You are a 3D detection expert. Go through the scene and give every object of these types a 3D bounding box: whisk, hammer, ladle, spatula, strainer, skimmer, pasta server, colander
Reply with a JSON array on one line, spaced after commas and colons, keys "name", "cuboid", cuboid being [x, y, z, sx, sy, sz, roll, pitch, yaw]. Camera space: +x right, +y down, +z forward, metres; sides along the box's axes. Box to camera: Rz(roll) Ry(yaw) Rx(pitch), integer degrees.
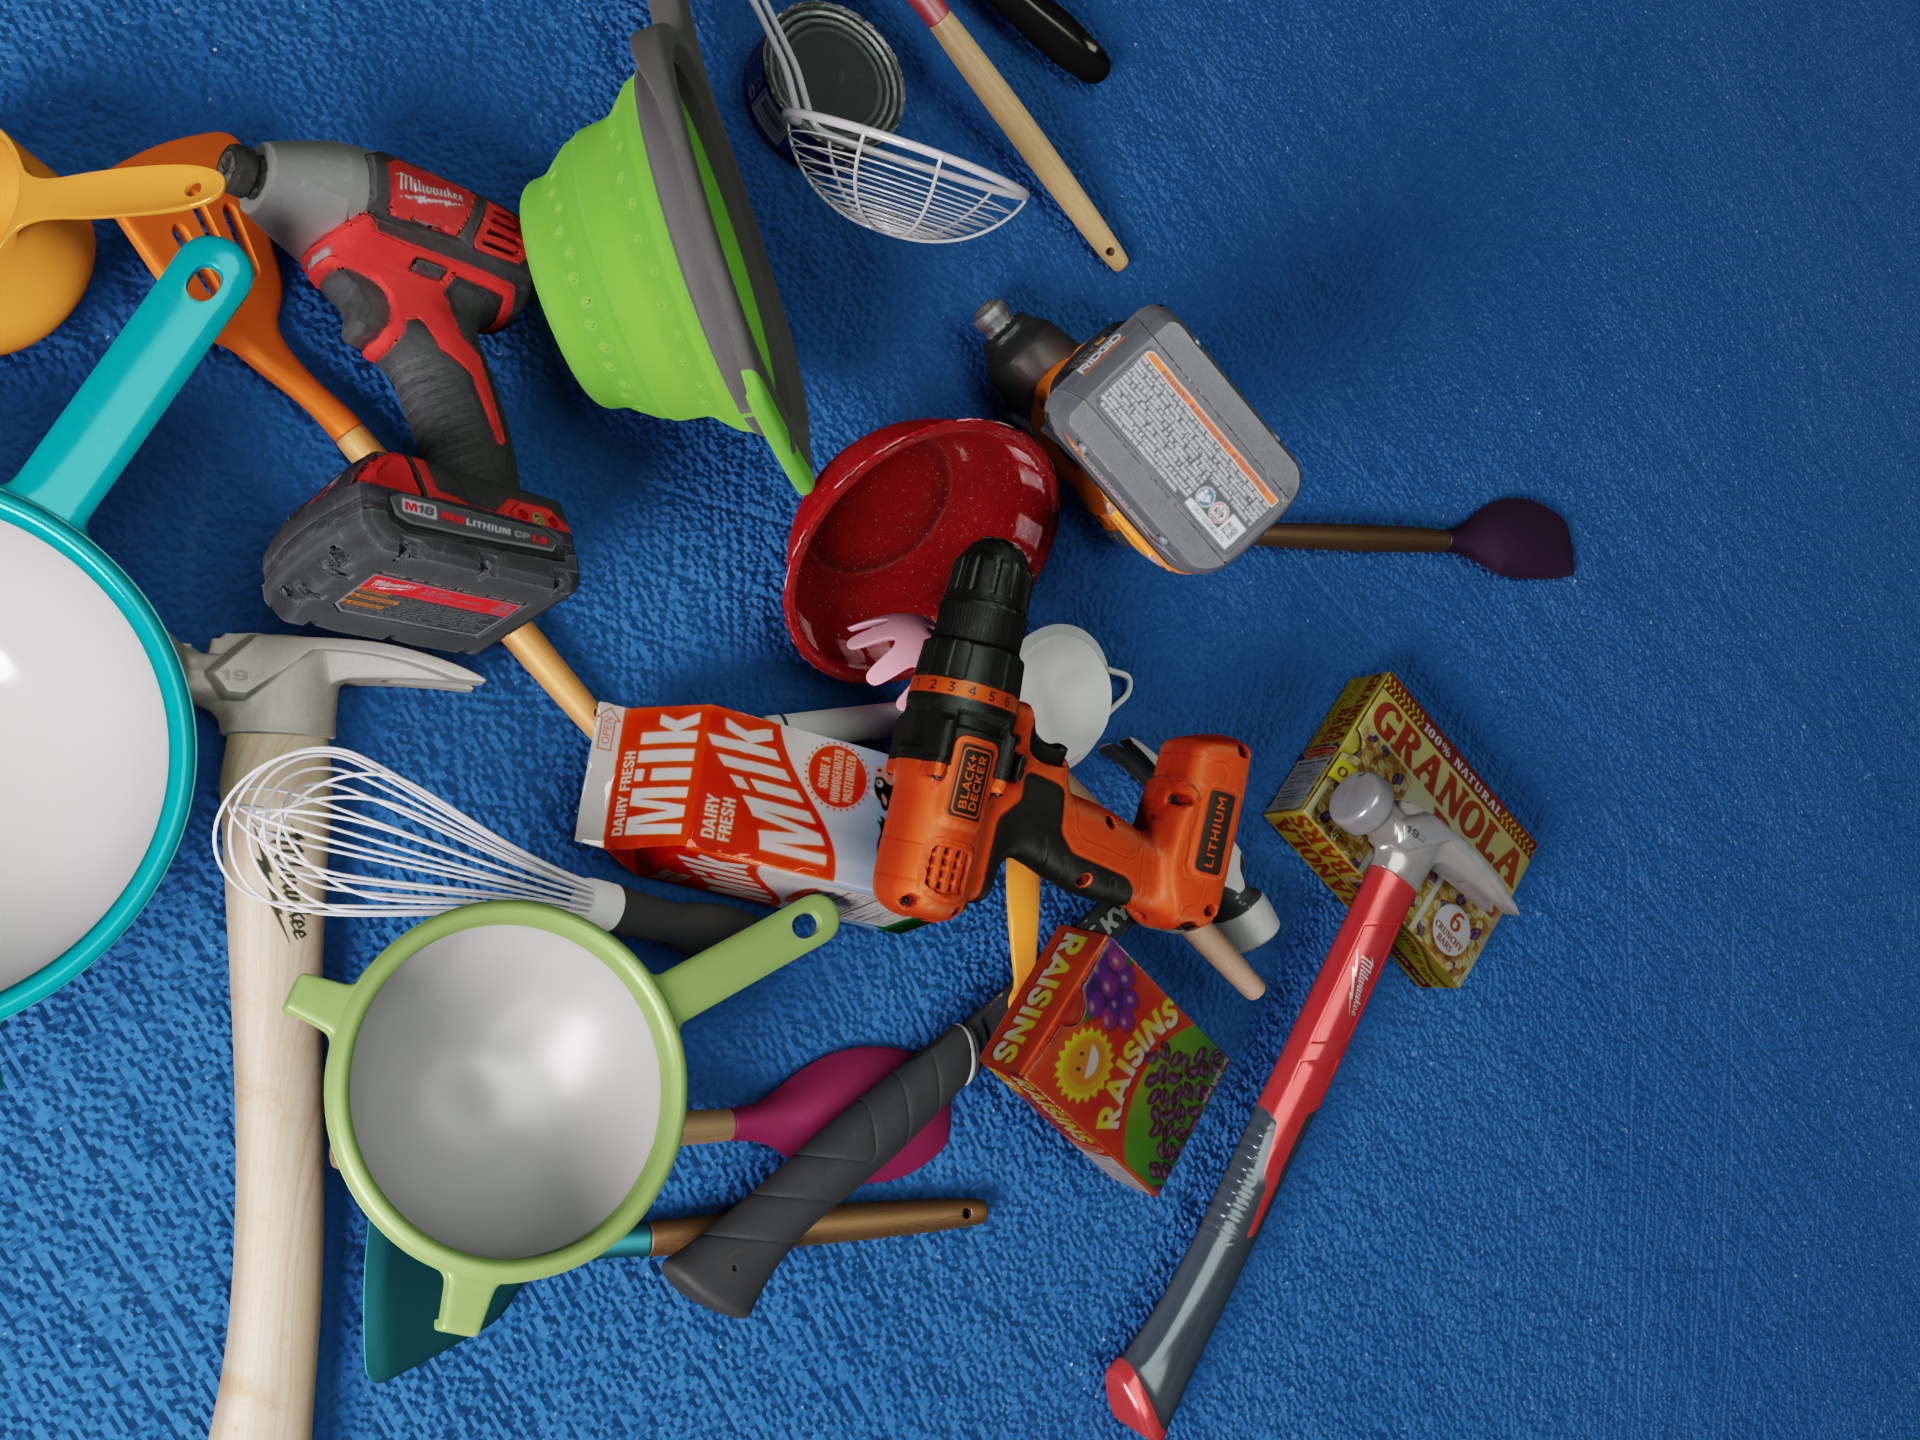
[{"name": "whisk", "cuboid": [-0.023, -0.464, 0.922, 0.295, 0.073, 0.073, 29, 69, -29]}, {"name": "hammer", "cuboid": [0.012, 0.157, 0.827, 0.409, 0.036, 0.149, -36, 98, -34]}, {"name": "whisk", "cuboid": [-0.189, 0.076, 0.707, 0.284, 0.070, 0.070, 24, 70, -43]}, {"name": "ladle", "cuboid": [0.003, -0.378, 0.908, 0.315, 0.069, 0.031, 45, 20, -29]}, {"name": "spatula", "cuboid": [-0.119, 0.246, 0.750, 0.317, 0.044, 0.082, 5, 77, -30]}, {"name": "hammer", "cuboid": [-0.280, 0.167, 0.677, 0.146, 0.038, 0.411, 3, 81, -31]}, {"name": "strainer", "cuboid": [-0.001, -0.003, 0.861, 0.258, 0.050, 0.087, -7, 104, -27]}, {"name": "hammer", "cuboid": [0.197, 0.228, 0.910, 0.143, 0.038, 0.386, 37, 73, -23]}, {"name": "strainer", "cuboid": [-0.377, -0.040, 0.616, 0.210, 0.095, 0.340, 33, 71, -21]}, {"name": "skimmer", "cuboid": [-0.085, -0.394, 0.815, 0.127, 0.090, 0.363, -8, 69, -60]}, {"name": "spatula", "cuboid": [-0.261, -0.117, 0.733, 0.322, 0.041, 0.081, 52, 38, -14]}, {"name": "spatula", "cuboid": [0.307, -0.124, 1.071, 0.315, 0.018, 0.060, -3, 82, -31]}, {"name": "strainer", "cuboid": [-0.160, 0.138, 0.694, 0.256, 0.069, 0.151, -25, 87, -44]}, {"name": "pasta server", "cuboid": [0.060, 0.052, 0.840, 0.040, 0.060, 0.316, -38, 113, 14]}, {"name": "colander", "cuboid": [-0.166, -0.288, 0.786, 0.094, 0.204, 0.397, -16, 71, 4]}]

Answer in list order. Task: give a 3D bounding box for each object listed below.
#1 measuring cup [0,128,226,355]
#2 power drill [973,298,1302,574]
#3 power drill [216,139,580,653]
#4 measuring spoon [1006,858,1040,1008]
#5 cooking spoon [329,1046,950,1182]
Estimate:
[{"name": "measuring cup", "cuboid": [-0.357, -0.193, 0.636, 0.173, 0.052, 0.095, -2, 74, 11]}, {"name": "power drill", "cuboid": [0.078, -0.159, 0.838, 0.084, 0.227, 0.164, -43, 104, 2]}, {"name": "power drill", "cuboid": [-0.246, -0.149, 0.691, 0.143, 0.078, 0.220, 12, 60, -50]}, {"name": "measuring spoon", "cuboid": [0.035, 0.099, 0.830, 0.021, 0.011, 0.117, 9, 72, -30]}, {"name": "cooking spoon", "cuboid": [-0.132, 0.193, 0.750, 0.318, 0.017, 0.069, 6, 78, -36]}]
